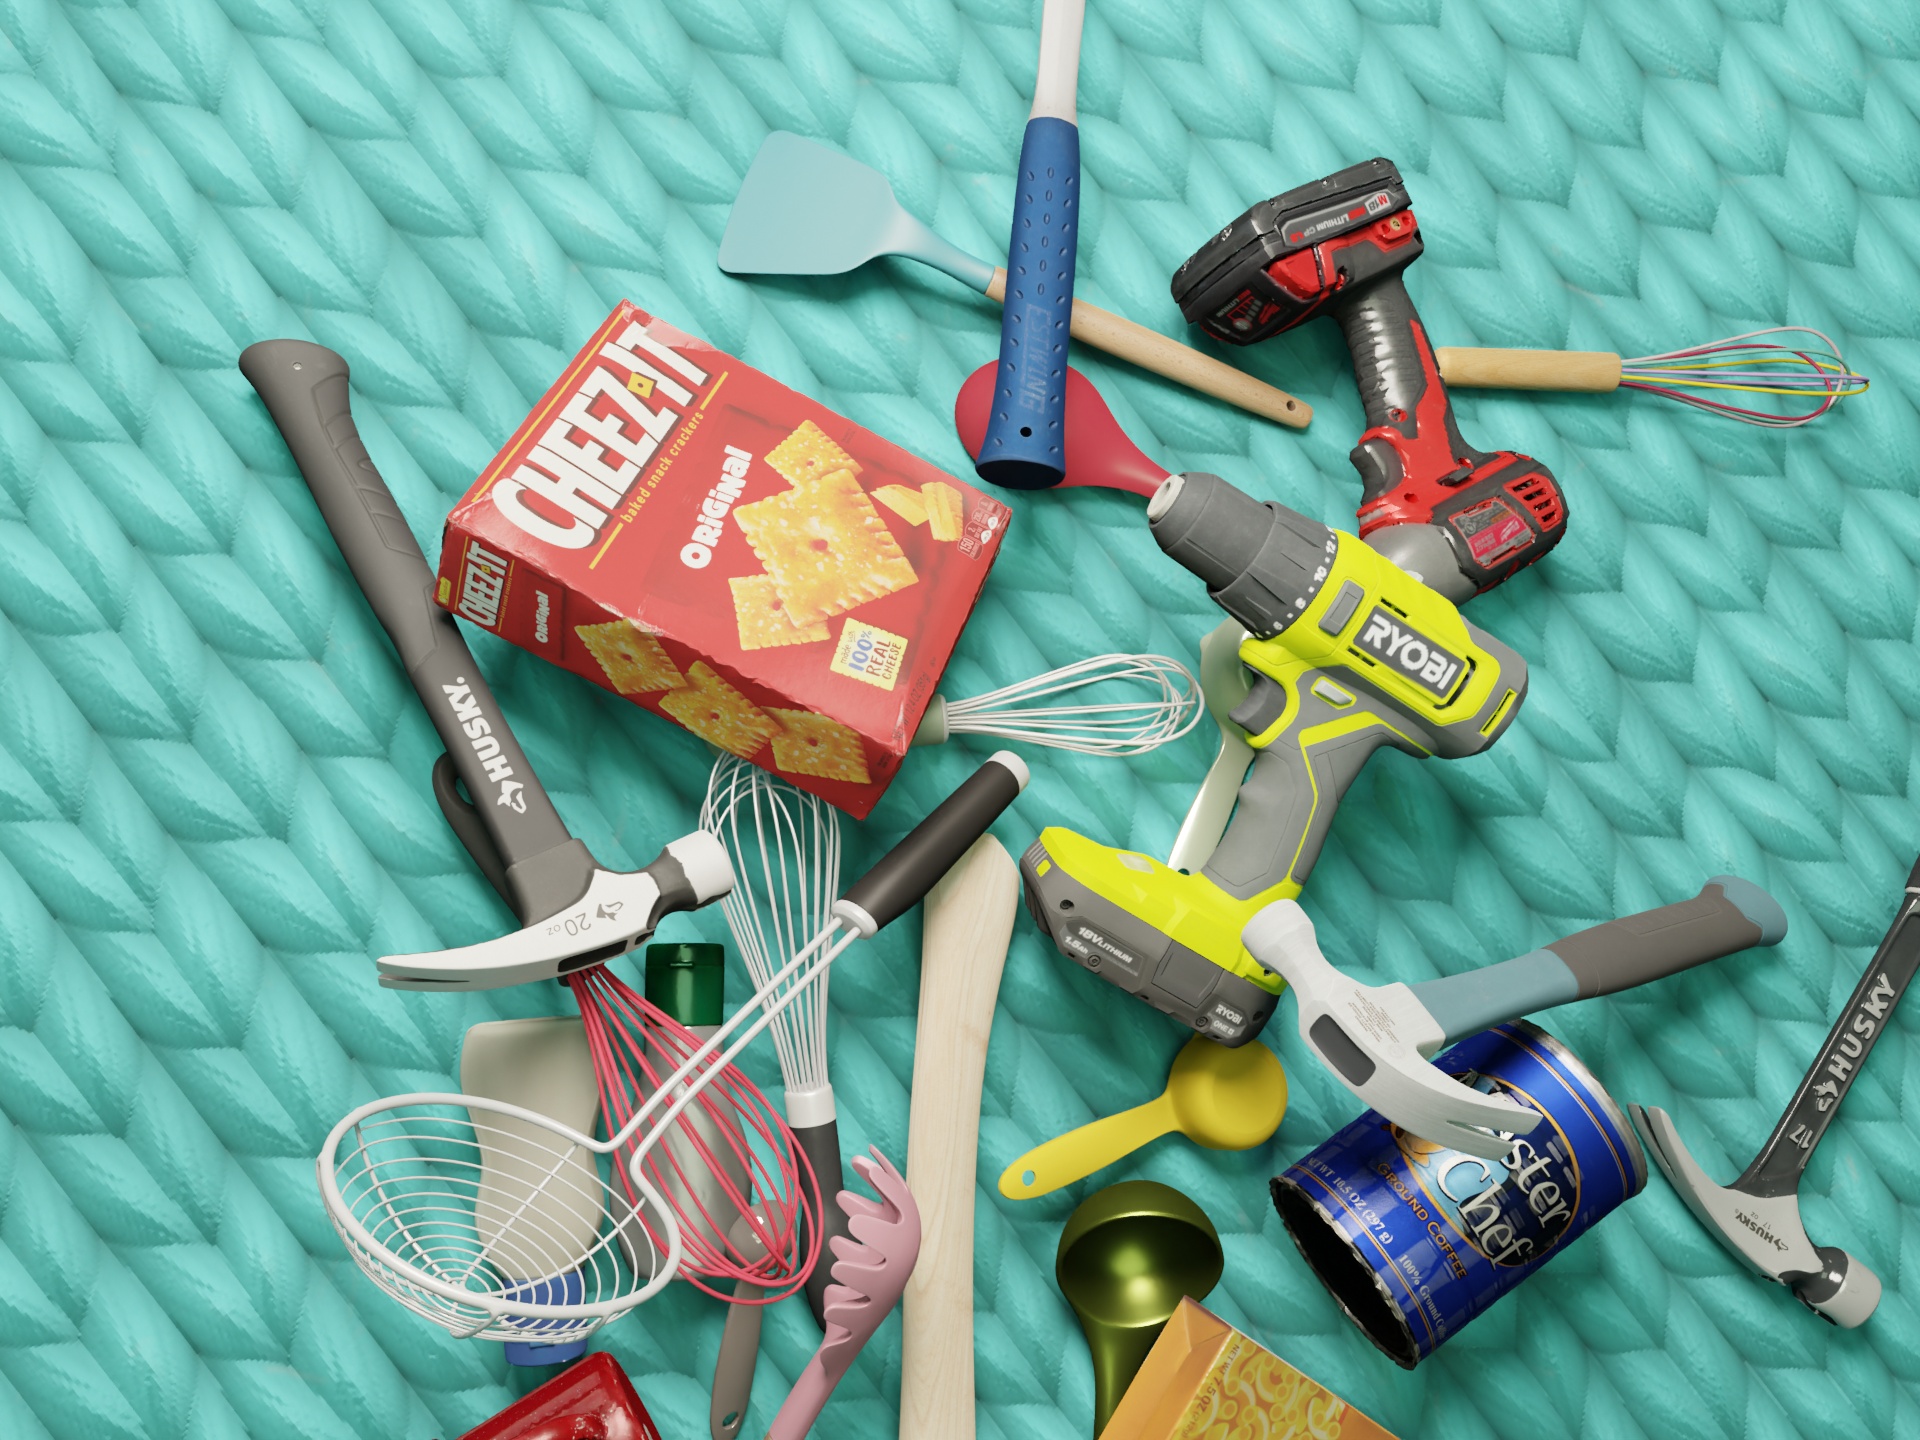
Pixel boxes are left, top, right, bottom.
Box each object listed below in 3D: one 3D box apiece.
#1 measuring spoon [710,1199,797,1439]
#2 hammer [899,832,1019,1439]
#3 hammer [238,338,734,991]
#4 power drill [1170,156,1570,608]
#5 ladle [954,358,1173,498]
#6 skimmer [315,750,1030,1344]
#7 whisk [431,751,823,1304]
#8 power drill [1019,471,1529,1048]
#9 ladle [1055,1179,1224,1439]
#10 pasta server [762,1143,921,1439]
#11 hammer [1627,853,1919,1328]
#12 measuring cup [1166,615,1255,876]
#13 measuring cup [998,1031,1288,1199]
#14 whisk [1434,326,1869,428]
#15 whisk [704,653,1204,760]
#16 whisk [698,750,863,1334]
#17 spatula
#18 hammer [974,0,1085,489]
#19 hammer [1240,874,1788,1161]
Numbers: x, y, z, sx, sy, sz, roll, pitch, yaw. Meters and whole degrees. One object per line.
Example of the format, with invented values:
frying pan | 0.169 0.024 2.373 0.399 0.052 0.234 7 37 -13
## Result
measuring spoon | -0.094 0.275 0.714 0.034 0.018 0.124 1 105 -40
hammer | -0.017 0.255 0.720 0.146 0.038 0.411 9 77 -33
hammer | -0.242 -0.035 0.703 0.146 0.035 0.335 -24 73 -27
power drill | 0.205 -0.156 0.800 0.143 0.078 0.219 -28 91 -27
ladle | 0.141 -0.098 0.819 0.315 0.031 0.069 28 83 -6
skimmer | -0.081 0.099 0.633 0.127 0.090 0.363 28 49 24
whisk | -0.154 0.124 0.693 0.073 0.073 0.296 -34 68 -12
power drill | 0.126 0.015 0.734 0.190 0.080 0.228 31 96 -13
ladle | 0.067 0.373 0.729 0.078 0.062 0.320 8 84 -6
pasta server | -0.094 0.324 0.676 0.040 0.060 0.316 27 99 -8
hammer | 0.504 0.105 0.846 0.149 0.036 0.409 36 78 -2
measuring cup | 0.144 0.015 0.796 0.083 0.038 0.168 28 77 -5
measuring cup | 0.090 0.193 0.751 0.156 0.029 0.062 -17 86 -26
whisk | 0.373 -0.188 0.865 0.245 0.051 0.047 1 61 -5
whisk | -0.001 -0.002 0.776 0.246 0.057 0.059 -5 49 -7
whisk | -0.073 0.145 0.735 0.070 0.070 0.284 -9 91 -10
spatula | 0.036 -0.214 0.819 0.317 0.044 0.082 21 79 -11
hammer | 0.053 -0.308 0.802 0.144 0.035 0.406 8 74 -9
hammer | 0.284 0.115 0.741 0.331 0.033 0.128 -7 49 -35
